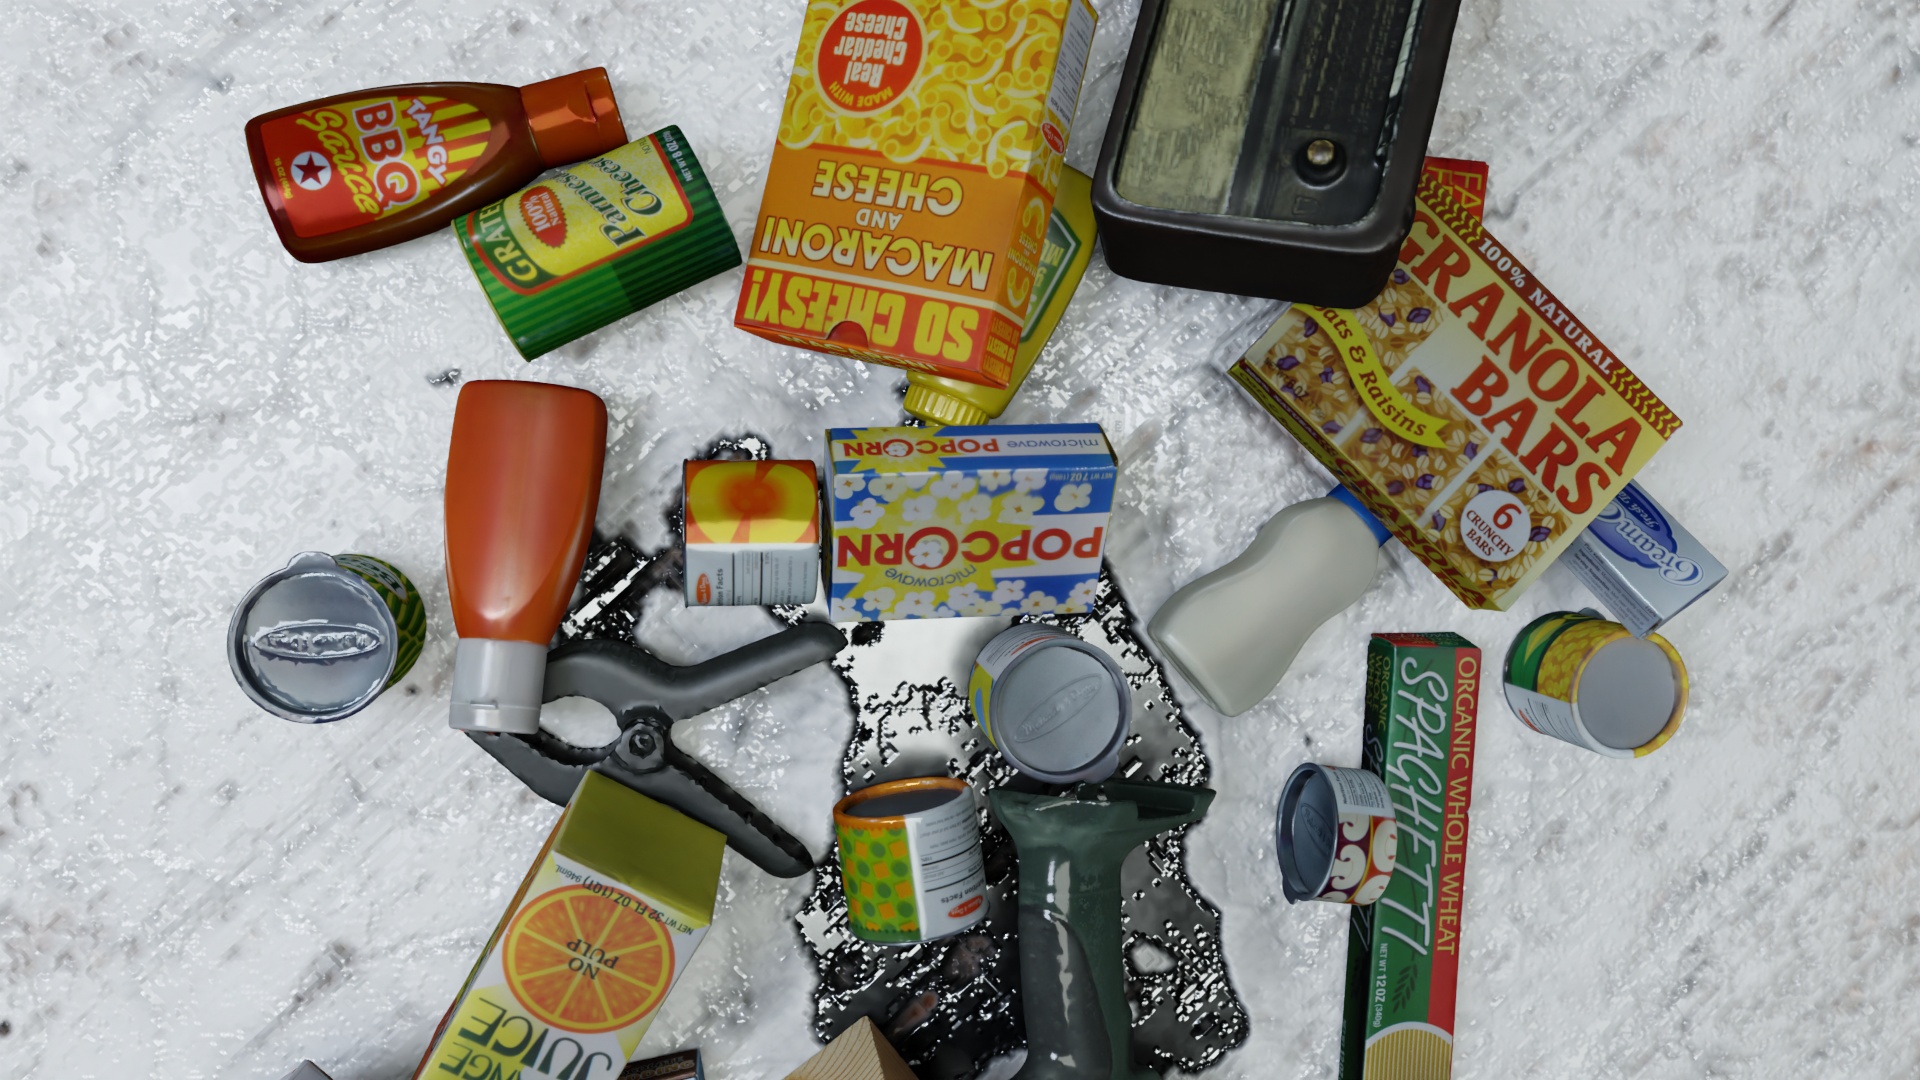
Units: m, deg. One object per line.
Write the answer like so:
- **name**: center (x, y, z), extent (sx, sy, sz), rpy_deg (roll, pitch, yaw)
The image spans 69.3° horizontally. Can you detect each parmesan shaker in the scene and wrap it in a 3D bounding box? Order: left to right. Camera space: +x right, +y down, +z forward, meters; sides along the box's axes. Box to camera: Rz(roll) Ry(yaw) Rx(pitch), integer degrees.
- **parmesan shaker**: center (-0.156, -0.131, 0.599), extent (0.103, 0.071, 0.071), rpy_deg (-27, 98, -7)

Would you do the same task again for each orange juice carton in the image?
- **orange juice carton**: center (-0.180, 0.205, 0.601), extent (0.072, 0.073, 0.192), rpy_deg (29, 102, -11)

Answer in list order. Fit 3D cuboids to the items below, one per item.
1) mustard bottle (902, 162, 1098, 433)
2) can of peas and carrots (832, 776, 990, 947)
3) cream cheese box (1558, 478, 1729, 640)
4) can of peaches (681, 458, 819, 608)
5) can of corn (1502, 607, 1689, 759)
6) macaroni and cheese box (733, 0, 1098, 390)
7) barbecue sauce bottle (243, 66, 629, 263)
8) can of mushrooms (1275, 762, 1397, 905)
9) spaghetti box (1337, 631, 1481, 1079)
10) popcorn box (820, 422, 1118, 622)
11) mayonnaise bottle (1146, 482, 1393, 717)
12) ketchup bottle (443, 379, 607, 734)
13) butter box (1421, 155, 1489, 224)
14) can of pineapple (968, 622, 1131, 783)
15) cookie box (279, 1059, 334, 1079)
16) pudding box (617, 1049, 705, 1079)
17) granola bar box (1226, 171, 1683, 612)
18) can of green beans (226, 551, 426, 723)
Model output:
- **mustard bottle**: center (0.011, -0.098, 0.636), extent (0.065, 0.049, 0.160), rpy_deg (23, 90, -5)
- **can of peas and carrots**: center (-0.025, 0.146, 0.640), extent (0.071, 0.071, 0.058), rpy_deg (-9, 95, -9)
- **cream cheese box**: center (0.315, -0.006, 0.678), extent (0.053, 0.024, 0.104), rpy_deg (-29, 67, -23)
- **can of peaches**: center (-0.094, -0.006, 0.617), extent (0.058, 0.071, 0.071), rpy_deg (0, 94, -9)
- **can of corn**: center (0.319, 0.069, 0.696), extent (0.071, 0.058, 0.071), rpy_deg (-1, 94, -10)
- **macaroni and cheese box**: center (-0.022, -0.160, 0.602), extent (0.124, 0.040, 0.166), rpy_deg (14, 90, 23)
- **barbecue sauce bottle**: center (-0.220, -0.167, 0.595), extent (0.149, 0.043, 0.065), rpy_deg (-17, 93, -9)
- **can of mushrooms**: center (0.181, 0.144, 0.674), extent (0.033, 0.071, 0.071), rpy_deg (7, 93, -11)
- **spaghetti box**: center (0.226, 0.171, 0.702), extent (0.050, 0.028, 0.249), rpy_deg (2, 94, -11)
- **popcorn box**: center (0.002, -0.008, 0.628), extent (0.127, 0.038, 0.084), rpy_deg (-2, 129, -10)
- **mayonnaise bottle**: center (0.164, 0.016, 0.675), extent (0.148, 0.041, 0.064), rpy_deg (-41, 99, -6)
- **ketchup bottle**: center (-0.191, 0.007, 0.595), extent (0.065, 0.043, 0.149), rpy_deg (4, 79, -2)
- **butter box**: center (0.225, -0.137, 0.684), extent (0.053, 0.024, 0.103), rpy_deg (5, 93, -9)
- **can of pineapple**: center (0.041, 0.076, 0.649), extent (0.071, 0.058, 0.071), rpy_deg (-1, 94, -9)
- **cookie box**: center (-0.251, 0.305, 0.590), extent (0.167, 0.040, 0.122), rpy_deg (47, 124, -10)
- **pudding box**: center (-0.139, 0.285, 0.646), extent (0.050, 0.030, 0.083), rpy_deg (-10, 95, -8)
- **granola bar box**: center (0.227, -0.067, 0.644), extent (0.165, 0.039, 0.124), rpy_deg (45, 86, 0)
- **can of green beans**: center (-0.268, 0.040, 0.593), extent (0.071, 0.058, 0.071), rpy_deg (-1, 94, -9)
